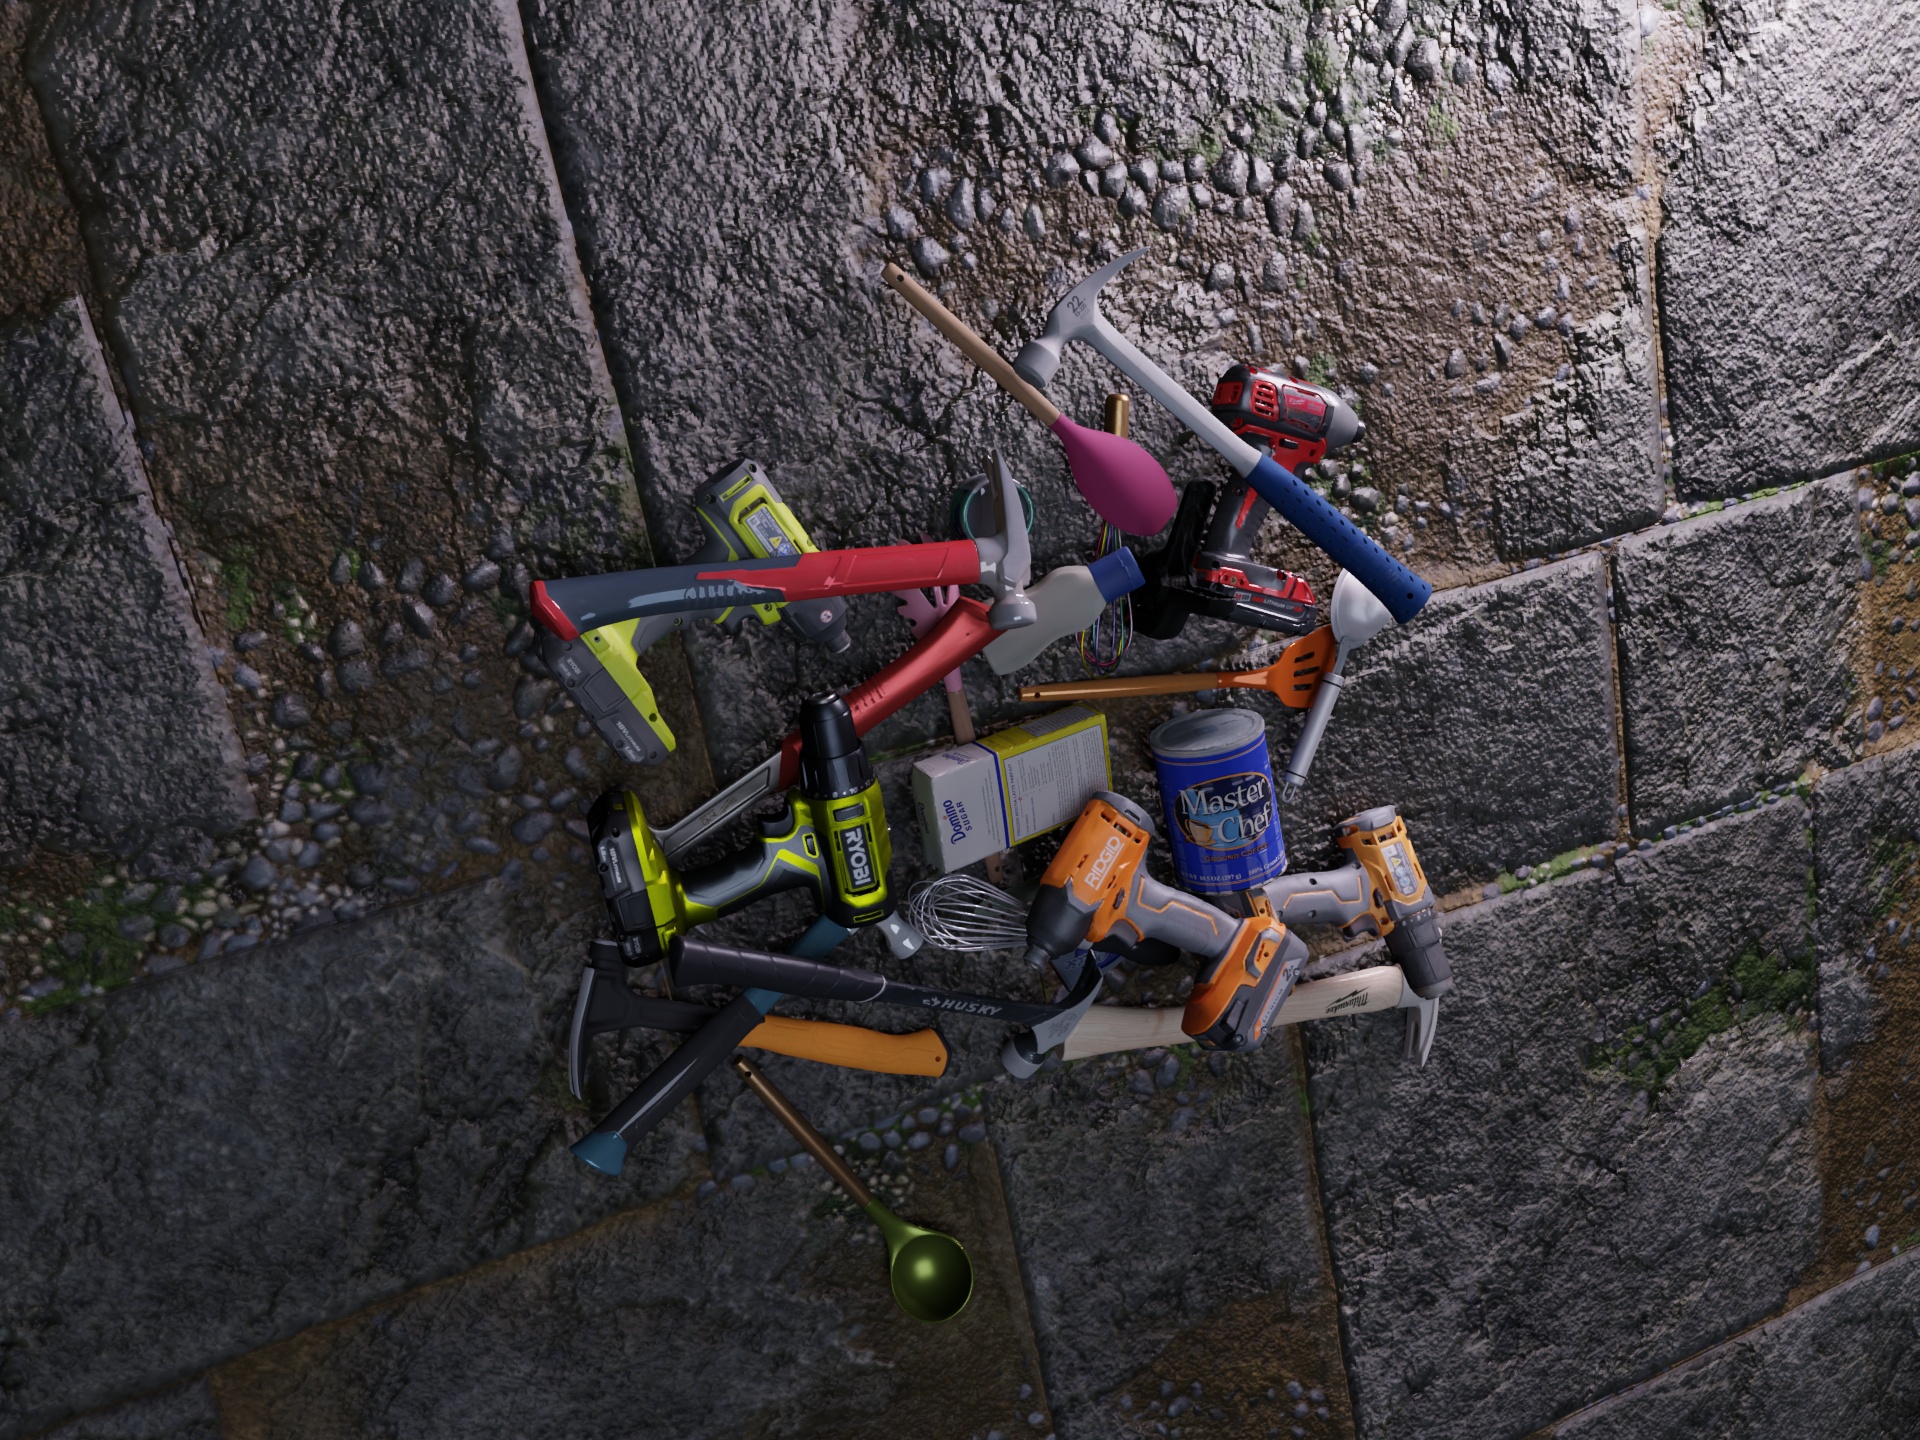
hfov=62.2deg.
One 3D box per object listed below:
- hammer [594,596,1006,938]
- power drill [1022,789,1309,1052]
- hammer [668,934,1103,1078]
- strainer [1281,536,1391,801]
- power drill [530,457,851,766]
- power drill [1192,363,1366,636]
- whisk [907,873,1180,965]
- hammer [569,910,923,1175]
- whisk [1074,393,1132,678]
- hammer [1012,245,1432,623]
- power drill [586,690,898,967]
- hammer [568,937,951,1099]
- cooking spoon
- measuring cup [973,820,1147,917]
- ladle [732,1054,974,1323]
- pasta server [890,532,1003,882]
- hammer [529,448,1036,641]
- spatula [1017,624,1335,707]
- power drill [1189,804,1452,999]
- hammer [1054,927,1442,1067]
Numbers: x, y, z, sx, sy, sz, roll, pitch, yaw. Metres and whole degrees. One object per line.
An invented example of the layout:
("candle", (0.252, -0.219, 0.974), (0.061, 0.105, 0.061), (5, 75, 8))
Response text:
("hammer", (-0.110, 0.023, 1.297), (0.359, 0.037, 0.149), (-35, 112, -2))
("power drill", (0.165, 0.187, 1.347), (0.226, 0.084, 0.164), (37, 71, -7))
("hammer", (-0.056, 0.221, 1.307), (0.408, 0.036, 0.149), (16, 126, -36))
("strainer", (0.349, -0.044, 1.467), (0.086, 0.050, 0.258), (20, 92, -45))
("power drill", (-0.203, -0.073, 1.242), (0.223, 0.080, 0.171), (-39, 112, -12))
("power drill", (0.275, -0.191, 1.399), (0.143, 0.079, 0.219), (10, 95, -22))
("whisk", (0.079, 0.184, 1.391), (0.284, 0.070, 0.070), (15, 97, -28))
("hammer", (-0.181, 0.244, 1.303), (0.331, 0.033, 0.128), (-43, 106, -23))
("whisk", (0.127, -0.156, 1.367), (0.047, 0.051, 0.245), (0, 99, -15))
("hammer", (0.240, -0.224, 1.327), (0.405, 0.035, 0.144), (37, 85, -13))
("power drill", (-0.169, 0.088, 1.243), (0.228, 0.080, 0.190), (-14, 111, -13))
("hammer", (-0.162, 0.273, 1.348), (0.336, 0.034, 0.127), (14, 81, -25))
("cooking spoon", (0.059, -0.264, 1.310), (0.318, 0.017, 0.069), (39, 84, -17))
("measuring cup", (0.085, 0.132, 1.423), (0.167, 0.038, 0.083), (-24, 112, -5))
("ladle", (-0.096, 0.412, 1.404), (0.078, 0.062, 0.320), (-38, 110, -2))
("pasta server", (-0.002, -0.004, 1.362), (0.060, 0.040, 0.316), (-19, 112, -16))
("hammer", (-0.130, -0.123, 1.204), (0.386, 0.038, 0.143), (-7, 85, -21))
("spatula", (0.203, -0.036, 1.435), (0.322, 0.041, 0.081), (-4, 105, -16))
("power drill", (0.344, 0.198, 1.482), (0.226, 0.084, 0.185), (-19, 83, -18))
("hammer", (0.282, 0.290, 1.531), (0.410, 0.038, 0.146), (-5, 105, -19))
